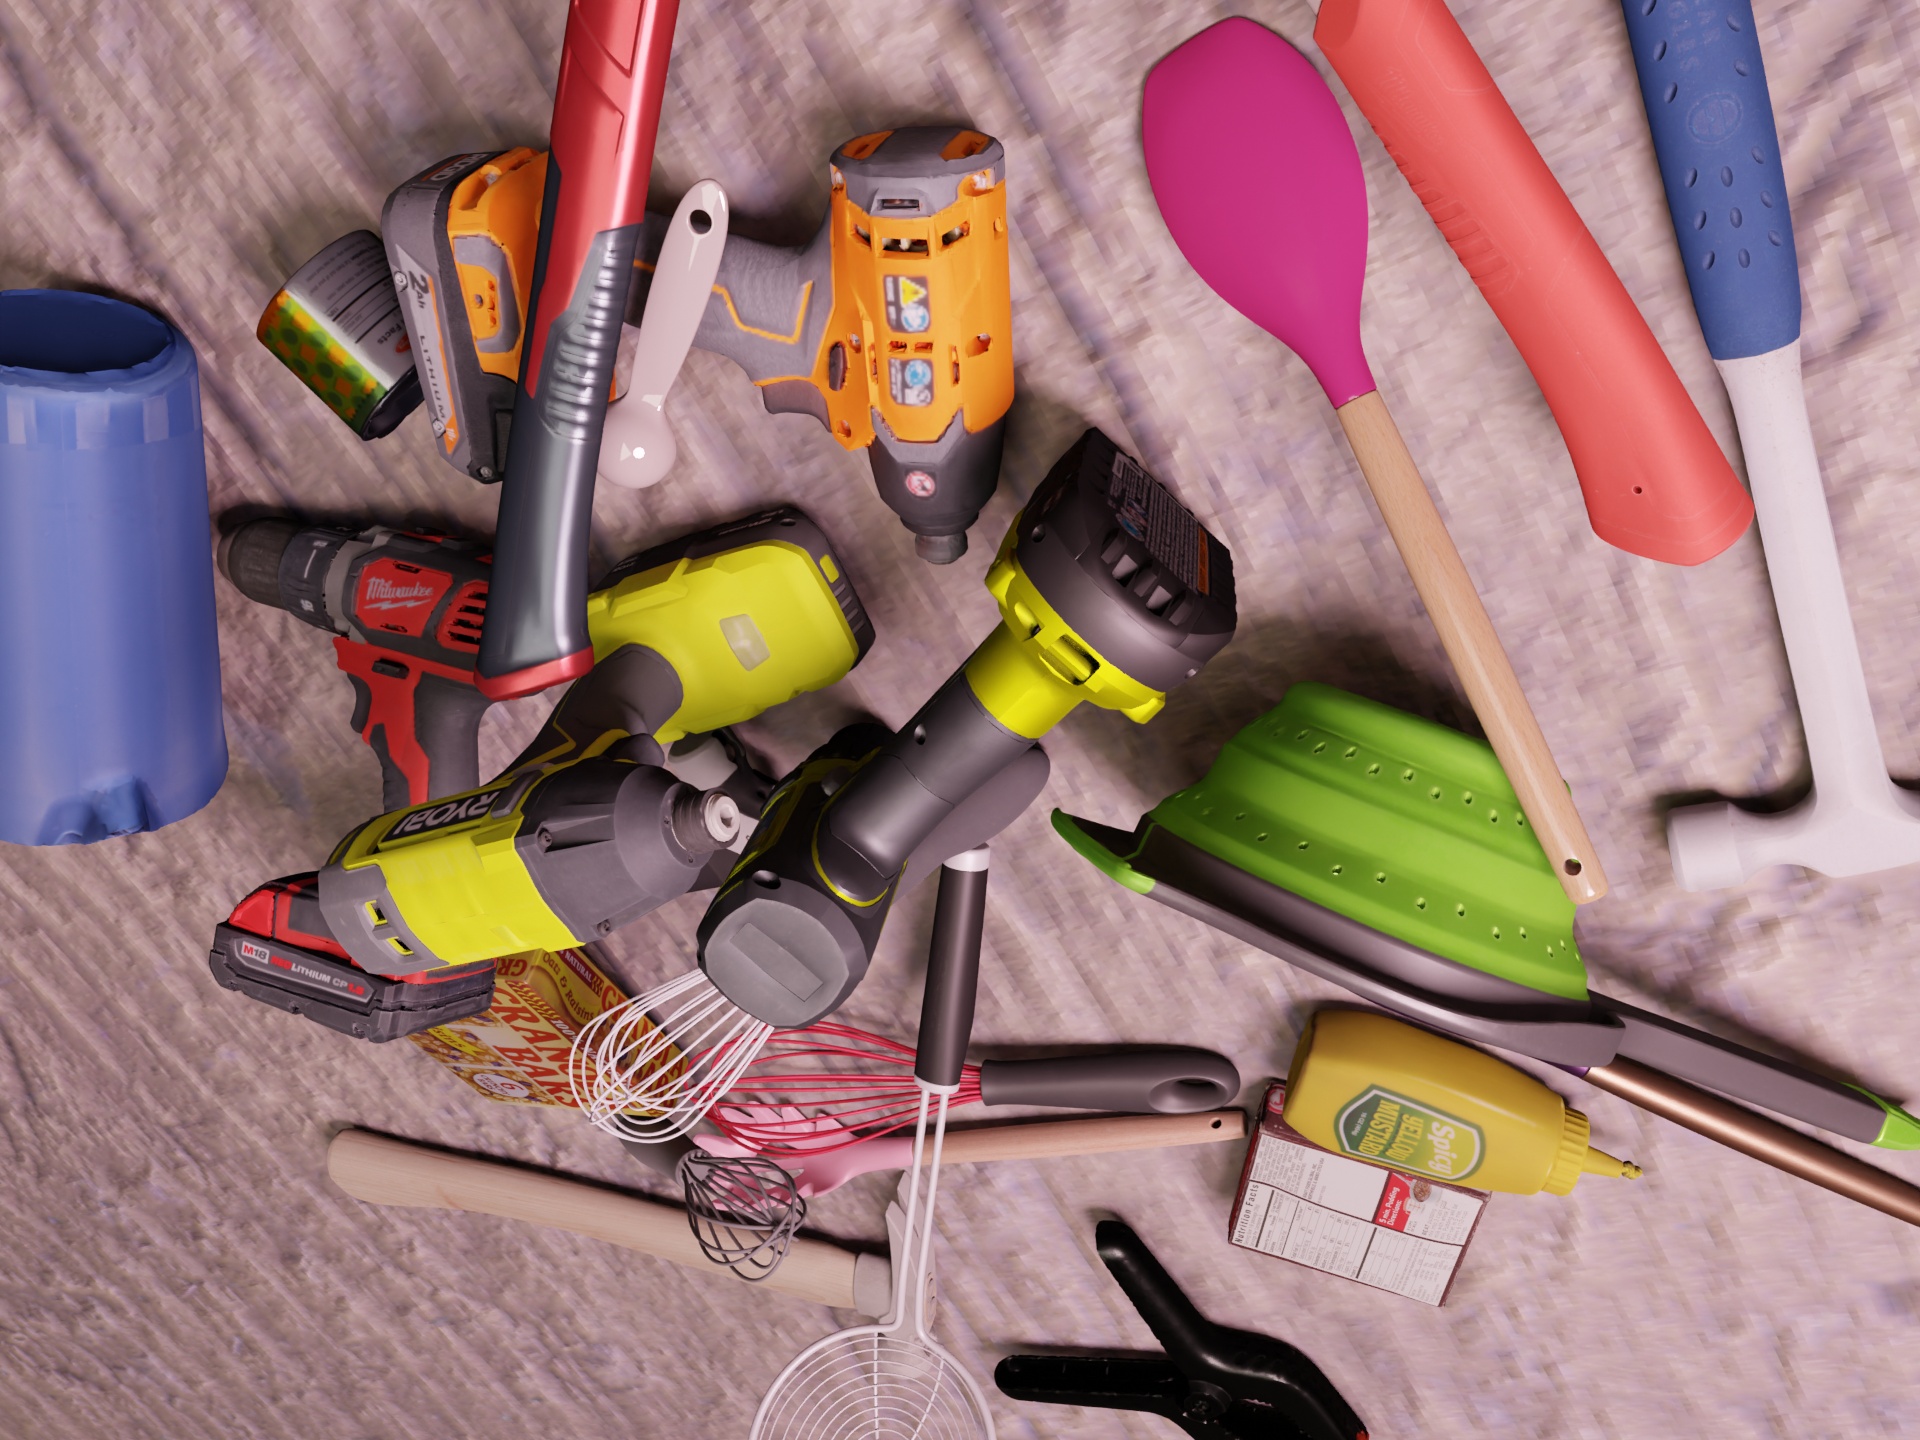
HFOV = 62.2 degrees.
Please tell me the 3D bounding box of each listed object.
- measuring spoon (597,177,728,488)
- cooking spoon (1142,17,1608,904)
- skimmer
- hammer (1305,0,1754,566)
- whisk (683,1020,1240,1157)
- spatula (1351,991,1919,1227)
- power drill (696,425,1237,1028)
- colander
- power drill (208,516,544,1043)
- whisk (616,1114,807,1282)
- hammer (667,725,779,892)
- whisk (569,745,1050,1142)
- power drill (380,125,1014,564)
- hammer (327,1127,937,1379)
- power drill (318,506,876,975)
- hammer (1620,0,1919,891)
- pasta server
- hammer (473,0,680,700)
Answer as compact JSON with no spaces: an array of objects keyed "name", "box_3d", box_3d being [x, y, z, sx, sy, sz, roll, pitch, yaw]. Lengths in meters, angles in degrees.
[{"name":"measuring spoon","box_3d":[-0.107,-0.132,0.561,0.034,0.018,0.124,24,125,-5]},{"name":"cooking spoon","box_3d":[0.144,-0.085,0.533,0.069,0.017,0.319,-25,90,29]},{"name":"skimmer","box_3d":[-0.028,0.238,0.756,0.127,0.090,0.363,11,103,18]},{"name":"hammer","box_3d":[0.137,-0.191,0.457,0.149,0.037,0.358,-22,116,46]},{"name":"whisk","box_3d":[-0.005,0.187,0.817,0.296,0.073,0.073,-4,121,15]},{"name":"spatula","box_3d":[0.299,0.163,0.705,0.316,0.018,0.059,23,154,2]},{"name":"power drill","box_3d":[-0.001,-0.002,0.624,0.080,0.191,0.228,41,113,-9]},{"name":"colander","box_3d":[0.236,0.073,0.622,0.397,0.204,0.094,21,94,-13]},{"name":"power drill","box_3d":[-0.283,0.017,0.747,0.188,0.080,0.226,14,96,20]},{"name":"whisk","box_3d":[-0.142,0.243,0.847,0.055,0.055,0.239,54,158,-18]},{"name":"hammer","box_3d":[-0.212,0.095,0.838,0.335,0.035,0.146,-15,122,30]},{"name":"whisk","box_3d":[-0.071,0.101,0.736,0.284,0.070,0.070,-39,104,11]},{"name":"power drill","box_3d":[-0.090,-0.139,0.612,0.226,0.084,0.164,5,125,13]},{"name":"hammer","box_3d":[-0.213,0.301,0.983,0.411,0.038,0.146,8,123,16]},{"name":"power drill","box_3d":[-0.125,0.005,0.630,0.171,0.223,0.080,-14,117,28]},{"name":"hammer","box_3d":[0.269,-0.115,0.520,0.144,0.035,0.405,-13,117,28]},{"name":"pasta server","box_3d":[-0.002,0.228,0.853,0.316,0.060,0.040,-11,153,24]},{"name":"hammer","box_3d":[-0.133,-0.183,0.523,0.143,0.038,0.386,25,118,13]}]
